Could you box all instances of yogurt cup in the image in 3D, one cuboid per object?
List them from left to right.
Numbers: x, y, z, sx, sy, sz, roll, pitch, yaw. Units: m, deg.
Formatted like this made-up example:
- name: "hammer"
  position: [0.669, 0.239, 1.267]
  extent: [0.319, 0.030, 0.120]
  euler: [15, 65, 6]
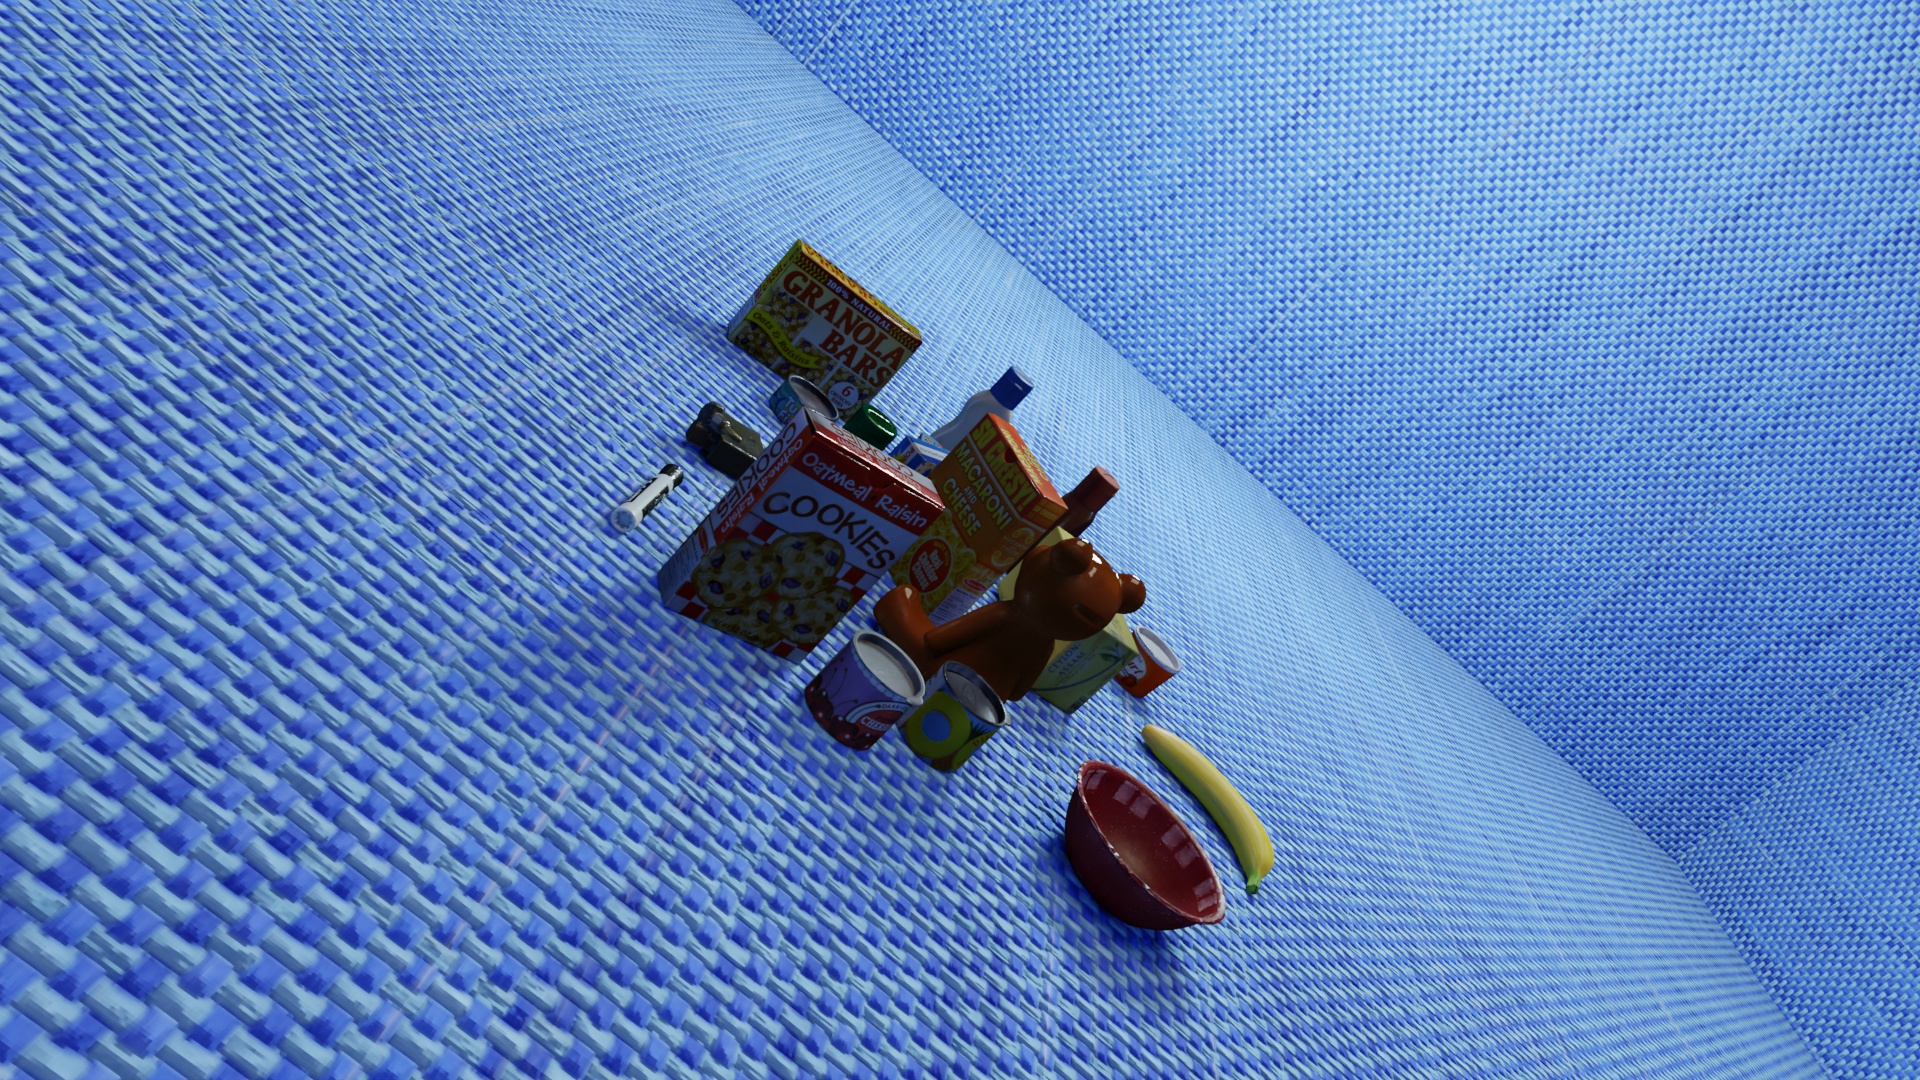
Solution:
- name: "yogurt cup"
  position: [0.198, 0.134, 1.509]
  extent: [0.072, 0.053, 0.073]
  euler: [39, 19, -15]

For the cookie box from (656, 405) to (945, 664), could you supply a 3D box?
- name: "cookie box"
  position: [-0.111, 0.001, 0.970]
  extent: [0.123, 0.167, 0.040]
  euler: [30, 23, -38]

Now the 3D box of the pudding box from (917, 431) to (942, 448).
- name: "pudding box"
  position: [-0.045, -0.079, 1.473]
  extent: [0.030, 0.049, 0.084]
  euler: [40, 18, -13]

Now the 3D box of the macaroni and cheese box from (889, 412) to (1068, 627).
- name: "macaroni and cheese box"
  position: [0.004, -0.016, 1.252]
  extent: [0.040, 0.166, 0.124]
  euler: [26, 25, -44]

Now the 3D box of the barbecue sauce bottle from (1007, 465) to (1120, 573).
- name: "barbecue sauce bottle"
  position: [0.110, -0.017, 1.506]
  extent: [0.044, 0.148, 0.065]
  euler: [49, 18, 17]

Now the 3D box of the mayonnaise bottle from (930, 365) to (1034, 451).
- name: "mayonnaise bottle"
  position: [0.023, -0.134, 1.582]
  extent: [0.064, 0.147, 0.041]
  euler: [39, 18, -15]

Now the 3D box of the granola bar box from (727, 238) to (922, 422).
- name: "granola bar box"
  position: [-0.141, -0.216, 1.456]
  extent: [0.165, 0.124, 0.039]
  euler: [35, 20, -26]

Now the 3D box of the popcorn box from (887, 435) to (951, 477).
- name: "popcorn box"
  position: [-0.036, -0.050, 1.375]
  extent: [0.127, 0.085, 0.038]
  euler: [17, 32, -55]

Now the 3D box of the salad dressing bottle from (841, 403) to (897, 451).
- name: "salad dressing bottle"
  position: [-0.111, -0.045, 1.103]
  extent: [0.064, 0.147, 0.044]
  euler: [32, 21, -32]

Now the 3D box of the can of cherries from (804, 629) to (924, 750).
- name: "can of cherries"
  position: [-0.068, 0.109, 0.996]
  extent: [0.071, 0.058, 0.072]
  euler: [39, 19, -15]

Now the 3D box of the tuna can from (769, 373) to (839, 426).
- name: "tuna can"
  position: [-0.156, -0.131, 1.383]
  extent: [0.071, 0.032, 0.071]
  euler: [39, 19, -15]

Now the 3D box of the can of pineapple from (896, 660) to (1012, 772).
- name: "can of pineapple"
  position: [-0.006, 0.137, 1.067]
  extent: [0.071, 0.057, 0.071]
  euler: [39, 19, -15]
